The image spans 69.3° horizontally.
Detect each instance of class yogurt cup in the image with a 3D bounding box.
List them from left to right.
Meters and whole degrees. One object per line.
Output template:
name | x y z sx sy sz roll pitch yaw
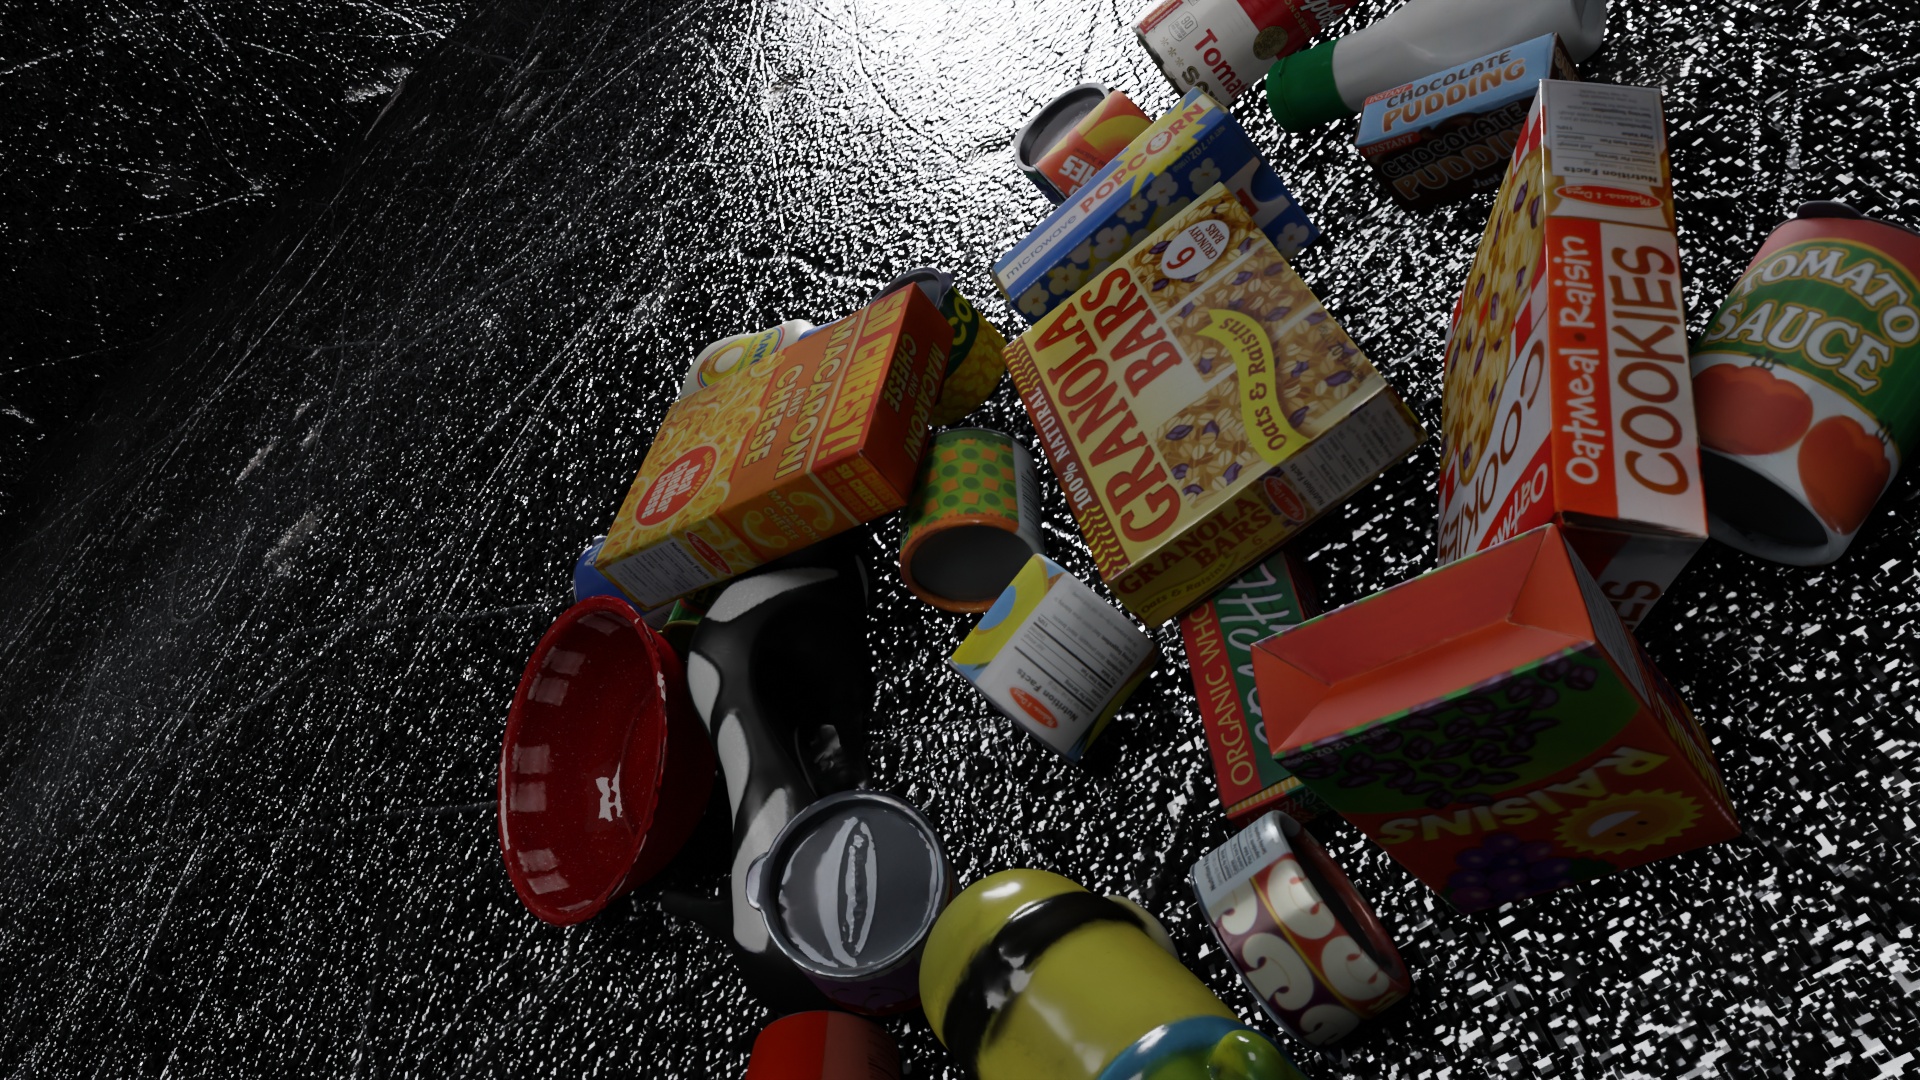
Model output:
yogurt cup | -0.051 0.209 0.505 0.072 0.072 0.054 -32 32 23

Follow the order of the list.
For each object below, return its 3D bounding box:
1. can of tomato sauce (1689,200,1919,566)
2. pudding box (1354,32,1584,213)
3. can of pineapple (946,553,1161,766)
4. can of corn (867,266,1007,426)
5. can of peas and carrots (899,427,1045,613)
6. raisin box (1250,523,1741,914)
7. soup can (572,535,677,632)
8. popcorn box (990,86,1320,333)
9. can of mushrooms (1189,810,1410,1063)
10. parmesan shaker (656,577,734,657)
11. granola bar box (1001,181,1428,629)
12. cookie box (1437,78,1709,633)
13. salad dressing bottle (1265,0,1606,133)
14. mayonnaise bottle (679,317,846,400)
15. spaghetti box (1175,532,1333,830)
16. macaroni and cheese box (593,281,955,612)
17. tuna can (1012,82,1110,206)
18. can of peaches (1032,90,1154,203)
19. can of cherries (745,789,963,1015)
can of tomato sauce | 0.249 -0.045 0.411 0.083 0.071 0.071 -53 36 -4
pudding box | 0.214 -0.172 0.577 0.083 0.049 0.030 -8 54 42
can of pineapple | 0.037 0.047 0.555 0.058 0.071 0.071 -51 36 -2
can of corn | -0.014 -0.105 0.749 0.071 0.058 0.071 -28 41 28
can of peas and carrots | 0.002 -0.008 0.637 0.071 0.071 0.059 -29 41 26
raisin box | 0.148 0.055 0.382 0.086 0.123 0.040 -28 43 28
soup can | -0.170 0.015 0.794 0.083 0.071 0.072 -26 42 29
popcorn box | 0.089 -0.133 0.643 0.126 0.085 0.038 -40 36 14
can of mushrooms | 0.104 0.119 0.422 0.033 0.071 0.071 -40 37 12
parmesan shaker | -0.109 0.014 0.732 0.071 0.071 0.103 -9 53 42
granola bar box | 0.093 -0.060 0.563 0.124 0.039 0.166 -36 38 15
cookie box | 0.182 -0.039 0.434 0.040 0.122 0.168 9 58 8
salad dressing bottle | 0.211 -0.223 0.632 0.147 0.044 0.064 -4 57 46
mayonnaise bottle | -0.113 -0.108 0.869 0.148 0.041 0.065 -8 51 43
spaghetti box | 0.106 0.002 0.553 0.050 0.028 0.251 -31 40 23
macaroni and cheese box | -0.087 -0.044 0.669 0.166 0.040 0.124 -20 37 30
tuna can | 0.065 -0.226 0.795 0.071 0.032 0.071 -27 42 27
can of peaches | 0.080 -0.188 0.716 0.058 0.071 0.071 -42 37 10
can of cherries | -0.035 0.131 0.501 0.071 0.058 0.072 -5 58 8
